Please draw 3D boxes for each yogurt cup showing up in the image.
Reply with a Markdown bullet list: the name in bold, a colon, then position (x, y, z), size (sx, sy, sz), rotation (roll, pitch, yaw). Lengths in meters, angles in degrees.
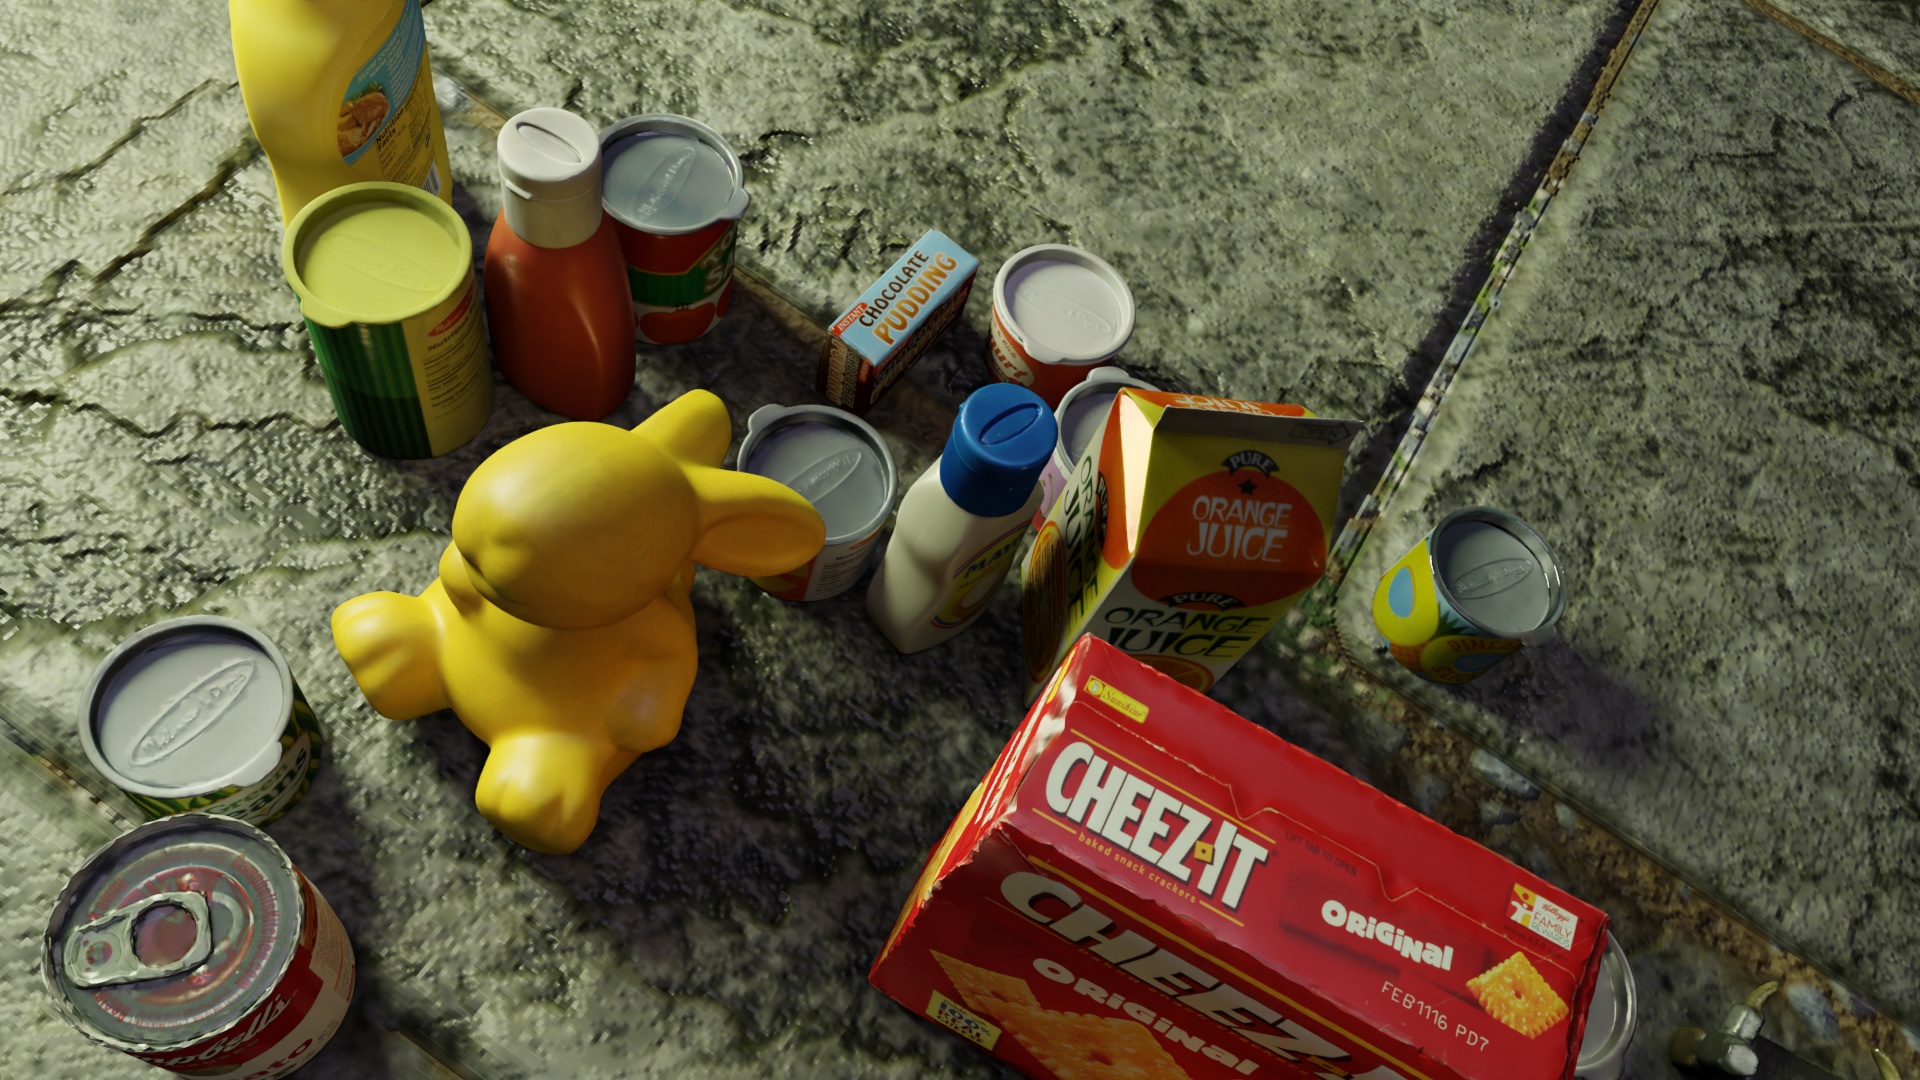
- **yogurt cup**: position (0.044, -0.099, 0.662), size (0.072, 0.053, 0.073), rotation (6, 61, -11)

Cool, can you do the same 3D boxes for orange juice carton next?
- **orange juice carton**: position (0.081, 0.002, 0.537), size (0.072, 0.191, 0.073), rotation (5, 62, -11)

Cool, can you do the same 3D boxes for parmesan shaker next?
- **parmesan shaker**: position (-0.228, -0.083, 0.559), size (0.071, 0.102, 0.071), rotation (6, 62, -11)

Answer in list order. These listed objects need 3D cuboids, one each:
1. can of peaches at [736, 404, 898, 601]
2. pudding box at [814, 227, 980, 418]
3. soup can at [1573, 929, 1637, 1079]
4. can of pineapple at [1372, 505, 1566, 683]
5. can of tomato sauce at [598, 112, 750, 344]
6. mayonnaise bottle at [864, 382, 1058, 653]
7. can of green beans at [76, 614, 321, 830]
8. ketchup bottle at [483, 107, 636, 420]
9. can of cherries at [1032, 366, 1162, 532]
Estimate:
- **can of peaches**: position (-0.065, -0.016, 0.589), size (0.071, 0.057, 0.071), rotation (6, 62, -11)
- **pudding box**: position (-0.030, -0.102, 0.648), size (0.030, 0.049, 0.084), rotation (37, 60, 7)
- **soup can**: position (0.207, 0.179, 0.536), size (0.071, 0.083, 0.071), rotation (6, 62, -11)
- **can of pineapple**: position (0.232, 0.028, 0.638), size (0.071, 0.057, 0.071), rotation (6, 62, -11)
- **can of tomato sauce**: position (-0.131, -0.137, 0.623), size (0.071, 0.082, 0.071), rotation (6, 62, -11)
- **mayonnaise bottle**: position (0.002, -0.007, 0.548), size (0.065, 0.147, 0.041), rotation (-33, 75, -26)
- **can of green beans**: position (-0.268, 0.068, 0.495), size (0.071, 0.057, 0.071), rotation (6, 62, -11)
- **ketchup bottle**: position (-0.163, -0.109, 0.562), size (0.065, 0.148, 0.044), rotation (31, 60, 4)
- **can of cherries**: position (0.066, -0.034, 0.630), size (0.071, 0.058, 0.072), rotation (6, 62, -11)
